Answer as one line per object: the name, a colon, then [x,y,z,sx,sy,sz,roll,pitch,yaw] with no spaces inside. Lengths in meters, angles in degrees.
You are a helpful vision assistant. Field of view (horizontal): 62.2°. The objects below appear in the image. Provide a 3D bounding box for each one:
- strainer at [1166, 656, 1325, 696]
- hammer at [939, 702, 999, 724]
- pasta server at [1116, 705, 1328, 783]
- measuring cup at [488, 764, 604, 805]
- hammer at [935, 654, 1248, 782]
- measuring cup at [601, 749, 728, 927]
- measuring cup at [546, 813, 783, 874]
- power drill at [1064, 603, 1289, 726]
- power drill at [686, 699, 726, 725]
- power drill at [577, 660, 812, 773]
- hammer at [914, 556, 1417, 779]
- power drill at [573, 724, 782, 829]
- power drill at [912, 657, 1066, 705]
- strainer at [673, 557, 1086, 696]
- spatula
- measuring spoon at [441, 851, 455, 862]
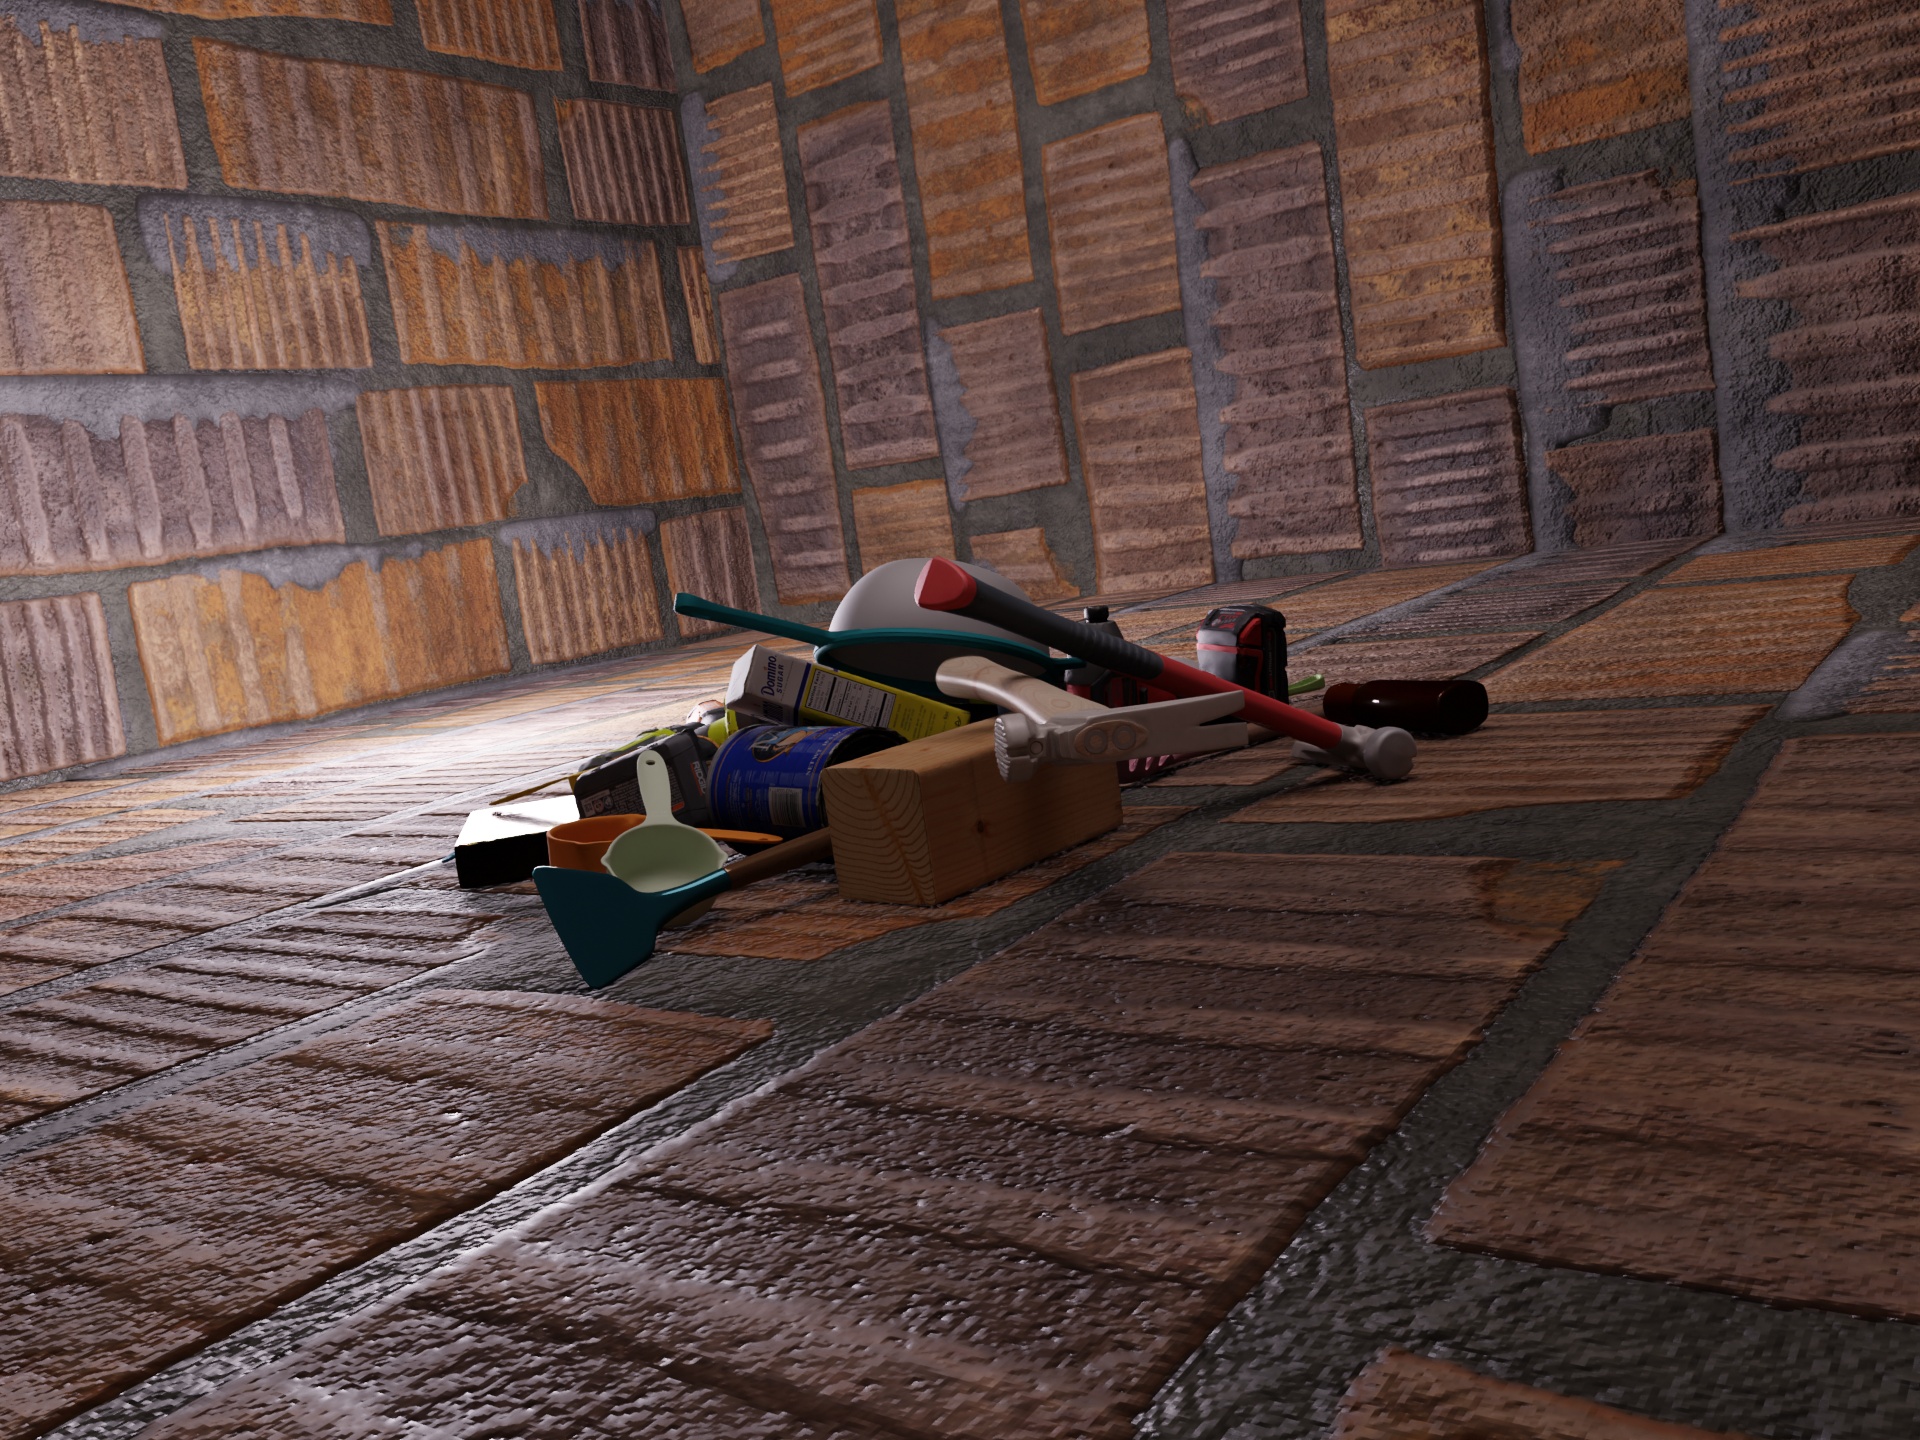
strainer: [0.249,-0.037,1.581,0.256,0.069,0.151,-13,9,-19]
hammer: [-0.002,-0.005,1.445,0.331,0.033,0.128,6,-7,-12]
pasta server: [0.225,0.011,1.377,0.316,0.040,0.060,-13,21,-36]
measuring cup: [-0.347,0.065,1.381,0.156,0.029,0.062,-16,3,26]
hammer: [0.058,-0.015,1.083,0.146,0.038,0.411,-7,8,-10]
measuring cup: [-0.208,0.080,1.093,0.083,0.038,0.168,-1,34,-16]
measuring cup: [-0.211,0.103,1.142,0.173,0.052,0.095,2,9,10]
power drill: [0.187,-0.041,1.418,0.219,0.143,0.079,-11,11,-32]
power drill: [-0.193,-0.006,1.806,0.226,0.084,0.164,-14,10,-13]
power drill: [-0.236,0.018,1.540,0.228,0.080,0.190,-19,7,27]
hammer: [0.140,-0.036,1.163,0.386,0.038,0.143,20,-2,-20]
power drill: [-0.180,0.042,1.303,0.185,0.084,0.226,-21,-3,27]
power drill: [0.001,-0.032,1.615,0.223,0.080,0.171,6,6,22]
strainer: [-0.073,-0.098,1.336,0.340,0.095,0.211,12,-13,-27]
spatula: [-0.127,0.092,1.033,0.317,0.082,0.044,-19,-19,-39]
measuring spoon: [-0.422,0.110,1.453,0.042,0.021,0.128,-17,11,34]
